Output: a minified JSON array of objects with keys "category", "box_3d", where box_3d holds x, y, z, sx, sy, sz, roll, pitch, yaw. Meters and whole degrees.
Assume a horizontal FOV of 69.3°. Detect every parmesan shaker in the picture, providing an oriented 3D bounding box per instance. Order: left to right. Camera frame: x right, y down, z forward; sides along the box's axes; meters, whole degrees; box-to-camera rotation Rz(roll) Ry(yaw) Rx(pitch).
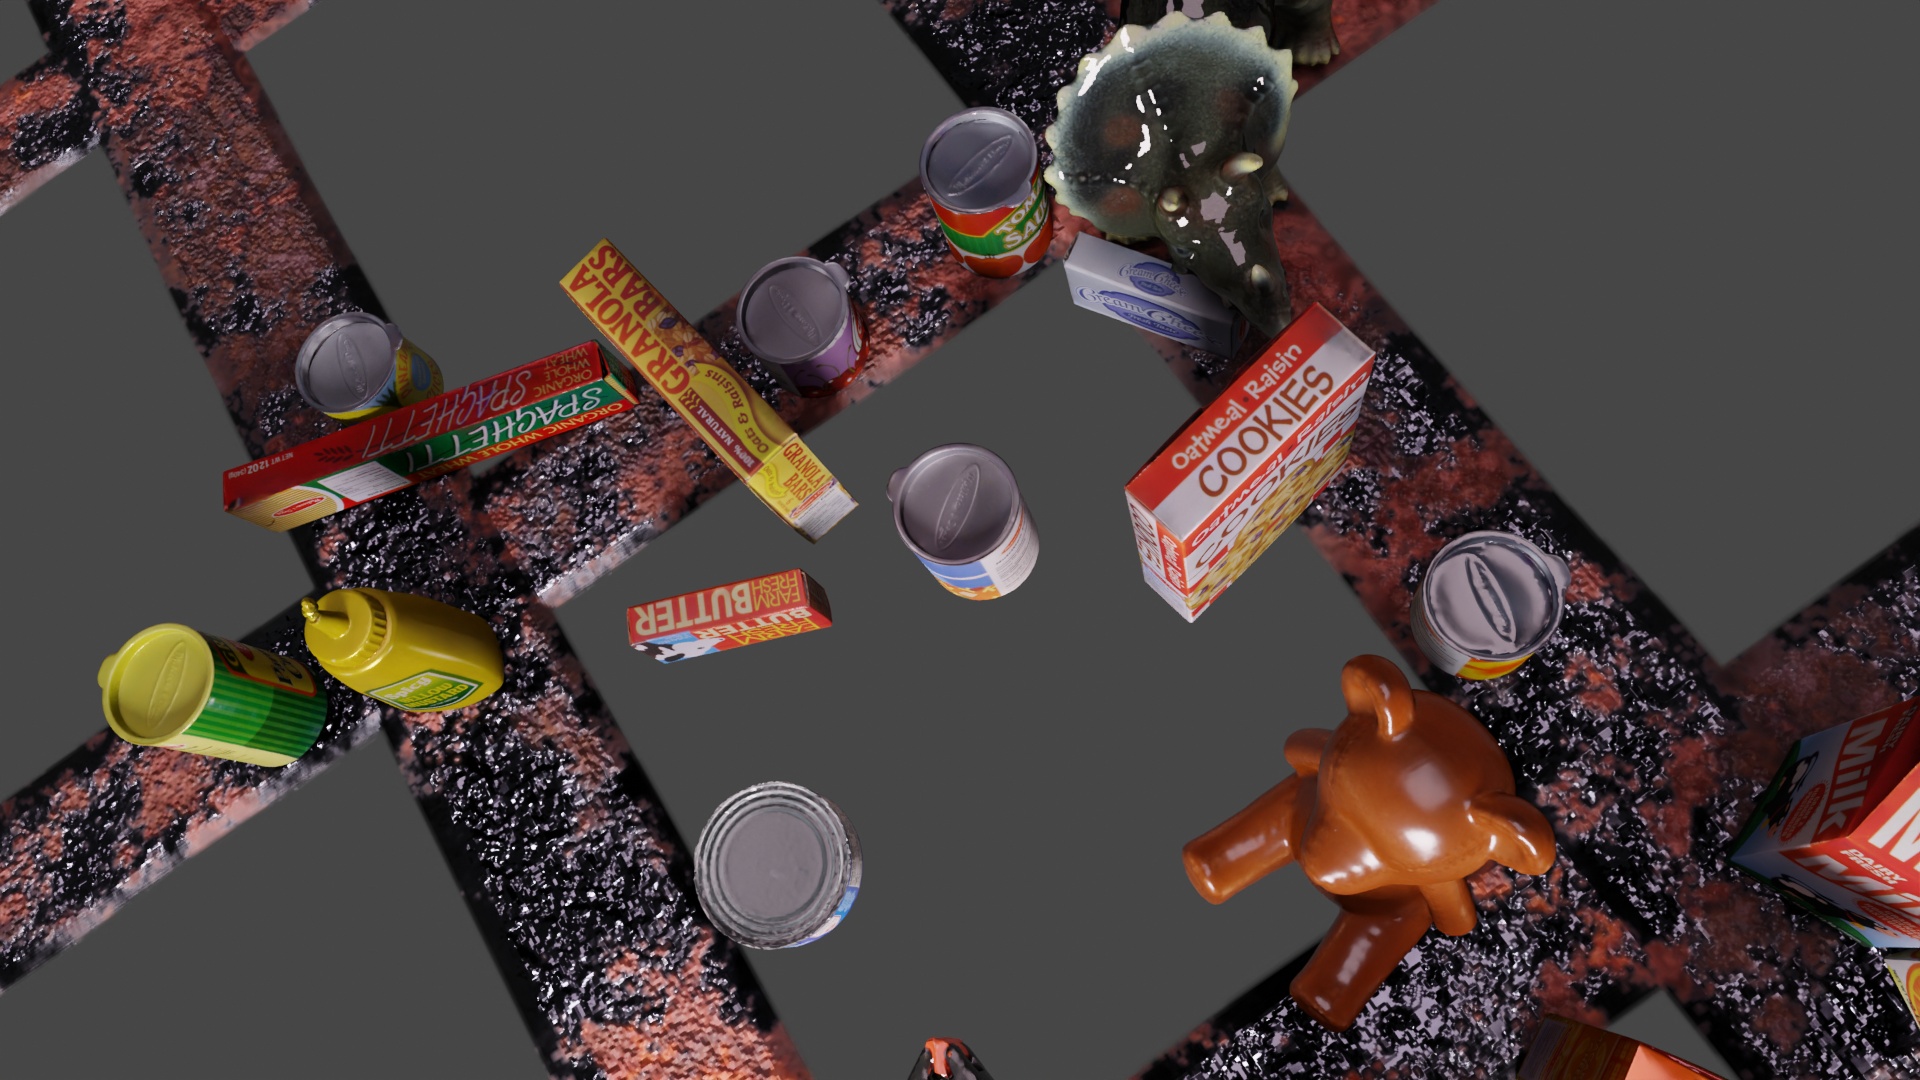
[{"category":"parmesan shaker","box_3d":[-0.422,0.089,0.790,0.071,0.103,0.071,-3,74,10]}]

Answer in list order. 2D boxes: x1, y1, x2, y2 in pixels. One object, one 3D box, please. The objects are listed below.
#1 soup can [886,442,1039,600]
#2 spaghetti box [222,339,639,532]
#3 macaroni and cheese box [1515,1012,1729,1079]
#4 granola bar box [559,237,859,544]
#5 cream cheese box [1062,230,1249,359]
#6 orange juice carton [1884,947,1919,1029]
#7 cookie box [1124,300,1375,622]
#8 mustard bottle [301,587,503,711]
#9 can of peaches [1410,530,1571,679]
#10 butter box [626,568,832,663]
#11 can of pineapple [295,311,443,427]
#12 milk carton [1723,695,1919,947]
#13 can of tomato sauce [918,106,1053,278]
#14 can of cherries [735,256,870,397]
[{"category":"soup can","box_3d":[0.003,-0.009,0.749,0.071,0.083,0.071,-3,74,10]},{"category":"spaghetti box","box_3d":[-0.320,-0.062,0.843,0.250,0.050,0.029,-19,72,5]},{"category":"macaroni and cheese box","box_3d":[0.311,0.247,0.573,0.124,0.166,0.040,27,81,17]},{"category":"granola bar box","box_3d":[-0.138,-0.079,0.775,0.039,0.124,0.166,-44,71,-3]},{"category":"cream cheese box","box_3d":[0.111,-0.137,0.783,0.104,0.053,0.024,23,80,16]},{"category":"orange juice carton","box_3d":[0.458,0.190,0.548,0.073,0.192,0.072,-21,72,5]},{"category":"cookie box","box_3d":[0.141,-0.032,0.686,0.123,0.167,0.040,-45,72,-4]},{"category":"mustard bottle","box_3d":[-0.307,0.057,0.748,0.065,0.160,0.049,-20,72,5]},{"category":"can of peaches","box_3d":[0.266,0.033,0.701,0.071,0.058,0.071,-3,74,10]},{"category":"butter box","box_3d":[-0.128,0.043,0.775,0.103,0.053,0.024,-13,72,7]},{"category":"can of pineapple","box_3d":[-0.362,-0.100,0.858,0.071,0.057,0.071,-3,74,10]},{"category":"milk carton","box_3d":[0.400,0.120,0.581,0.072,0.190,0.073,33,83,17]},{"category":"can of tomato sauce","box_3d":[0.019,-0.198,0.802,0.071,0.083,0.071,-3,74,10]},{"category":"can of cherries","box_3d":[-0.089,-0.125,0.814,0.071,0.058,0.071,-3,74,10]}]
